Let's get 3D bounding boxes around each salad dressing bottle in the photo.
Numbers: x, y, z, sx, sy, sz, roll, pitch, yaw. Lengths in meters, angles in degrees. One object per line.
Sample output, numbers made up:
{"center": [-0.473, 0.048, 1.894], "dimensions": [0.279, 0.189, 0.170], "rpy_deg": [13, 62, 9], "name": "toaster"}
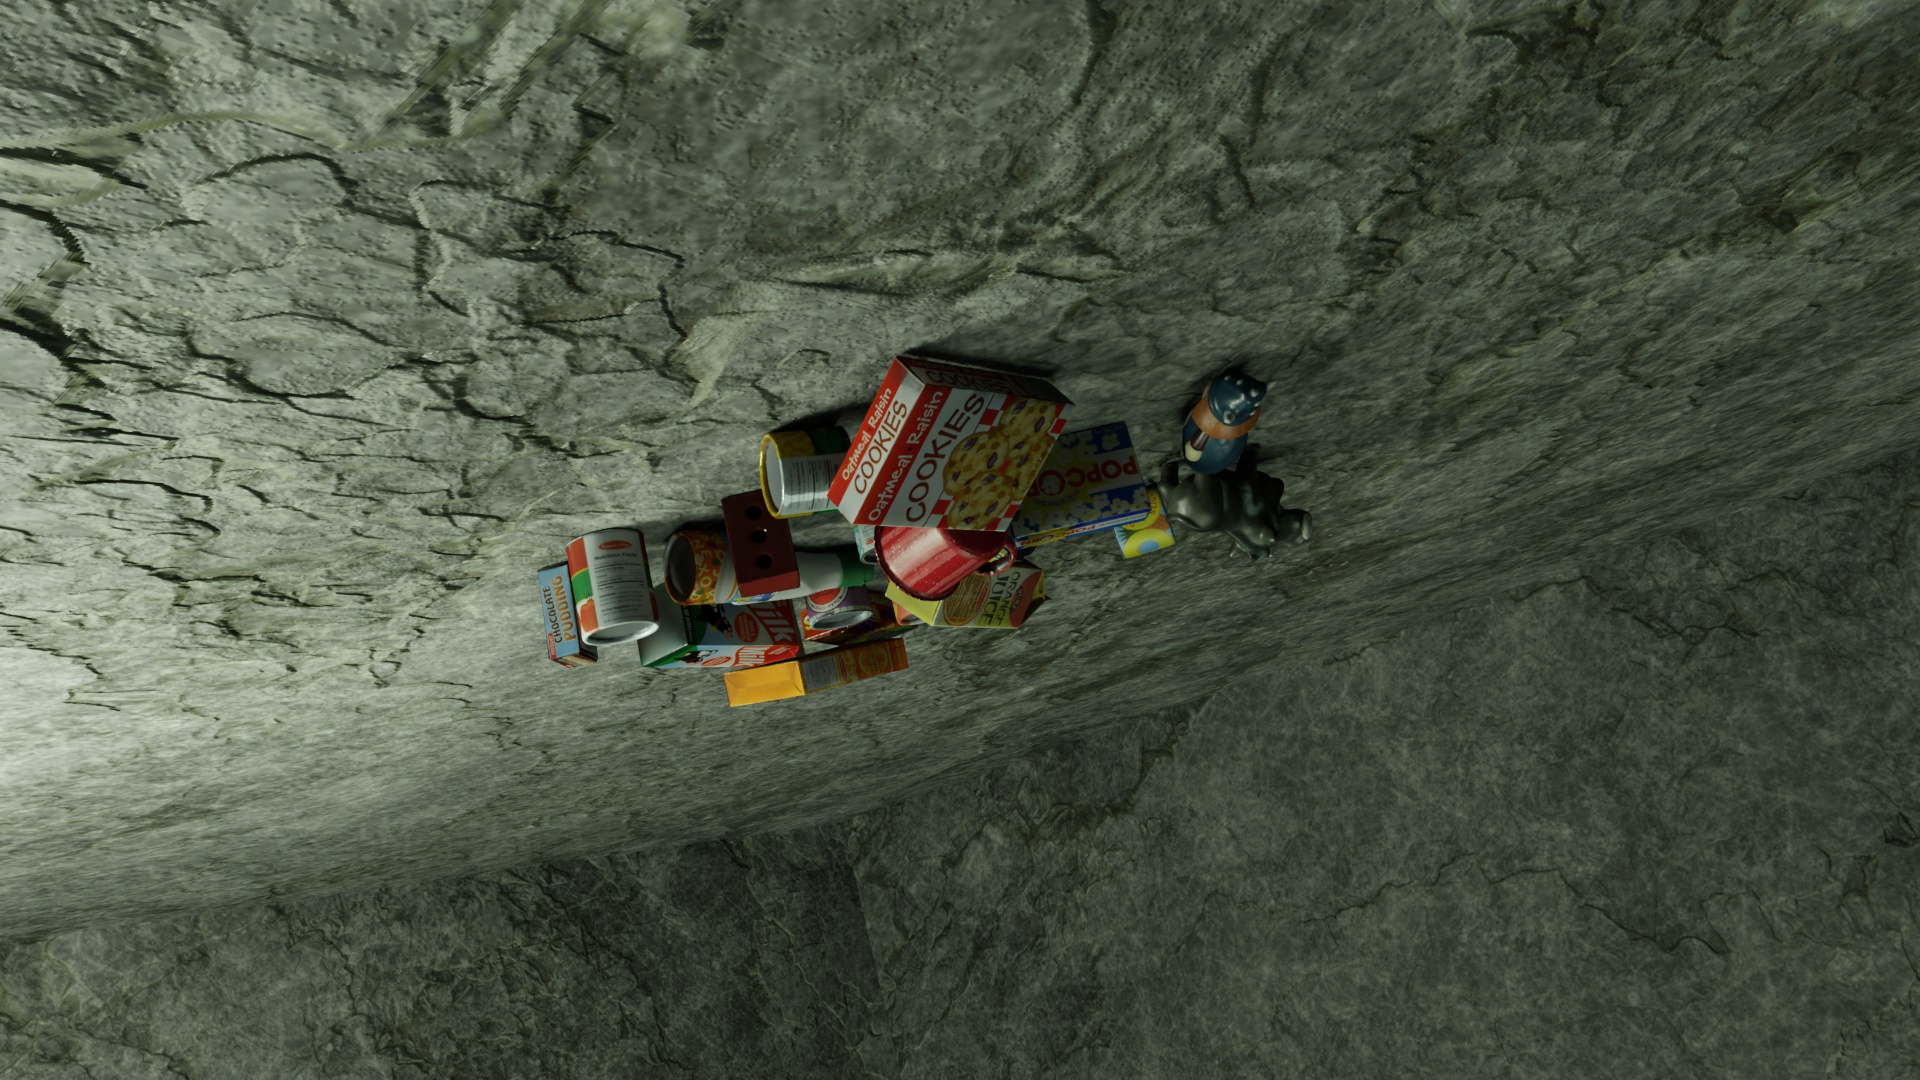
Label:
{"center": [-0.156, 0.032, 1.357], "dimensions": [0.148, 0.044, 0.064], "rpy_deg": [-6, 160, -34], "name": "salad dressing bottle"}

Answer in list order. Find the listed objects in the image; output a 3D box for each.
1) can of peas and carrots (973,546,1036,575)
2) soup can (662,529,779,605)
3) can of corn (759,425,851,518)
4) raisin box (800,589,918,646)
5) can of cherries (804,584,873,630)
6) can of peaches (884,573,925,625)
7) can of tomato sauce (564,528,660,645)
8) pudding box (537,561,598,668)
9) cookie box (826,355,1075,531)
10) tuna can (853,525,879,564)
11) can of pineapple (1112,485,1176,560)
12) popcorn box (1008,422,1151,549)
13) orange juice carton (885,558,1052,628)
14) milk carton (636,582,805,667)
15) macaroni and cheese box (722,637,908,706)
{"center": [0.034, -0.003, 1.356], "dimensions": [0.071, 0.071, 0.058], "rpy_deg": [0, 159, -43], "name": "can of peas and carrots"}
{"center": [-0.209, 0.024, 1.225], "dimensions": [0.084, 0.071, 0.071], "rpy_deg": [-1, 159, -39], "name": "soup can"}
{"center": [-0.117, -0.053, 1.056], "dimensions": [0.058, 0.071, 0.071], "rpy_deg": [-7, 163, -22], "name": "can of corn"}
{"center": [-0.117, 0.093, 1.613], "dimensions": [0.086, 0.040, 0.123], "rpy_deg": [-20, 163, 21], "name": "raisin box"}
{"center": [-0.129, 0.055, 1.433], "dimensions": [0.071, 0.058, 0.071], "rpy_deg": [-13, 165, -3], "name": "can of cherries"}
{"center": [-0.044, 0.055, 1.511], "dimensions": [0.071, 0.058, 0.071], "rpy_deg": [-14, 165, -4], "name": "can of peaches"}
{"center": [-0.295, 0.041, 1.179], "dimensions": [0.071, 0.083, 0.071], "rpy_deg": [-14, 164, -4], "name": "can of tomato sauce"}
{"center": [-0.345, 0.066, 1.223], "dimensions": [0.030, 0.084, 0.049], "rpy_deg": [-13, 165, 3], "name": "pudding box"}
{"center": [-0.006, -0.069, 1.044], "dimensions": [0.168, 0.040, 0.122], "rpy_deg": [2, 125, -46], "name": "cookie box"}
{"center": [-0.067, -0.003, 1.335], "dimensions": [0.071, 0.033, 0.071], "rpy_deg": [-14, 164, -4], "name": "tuna can"}
{"center": [0.188, -0.020, 1.453], "dimensions": [0.058, 0.071, 0.071], "rpy_deg": [-18, 164, 9], "name": "can of pineapple"}
{"center": [0.096, -0.048, 1.230], "dimensions": [0.127, 0.085, 0.038], "rpy_deg": [-13, 163, -6], "name": "popcorn box"}
{"center": [0.018, 0.044, 1.454], "dimensions": [0.193, 0.072, 0.073], "rpy_deg": [6, 110, -52], "name": "orange juice carton"}
{"center": [-0.233, 0.085, 1.414], "dimensions": [0.073, 0.072, 0.191], "rpy_deg": [-25, 162, 34], "name": "milk carton"}
{"center": [-0.158, 0.144, 1.541], "dimensions": [0.123, 0.040, 0.167], "rpy_deg": [-13, 178, 40], "name": "macaroni and cheese box"}
